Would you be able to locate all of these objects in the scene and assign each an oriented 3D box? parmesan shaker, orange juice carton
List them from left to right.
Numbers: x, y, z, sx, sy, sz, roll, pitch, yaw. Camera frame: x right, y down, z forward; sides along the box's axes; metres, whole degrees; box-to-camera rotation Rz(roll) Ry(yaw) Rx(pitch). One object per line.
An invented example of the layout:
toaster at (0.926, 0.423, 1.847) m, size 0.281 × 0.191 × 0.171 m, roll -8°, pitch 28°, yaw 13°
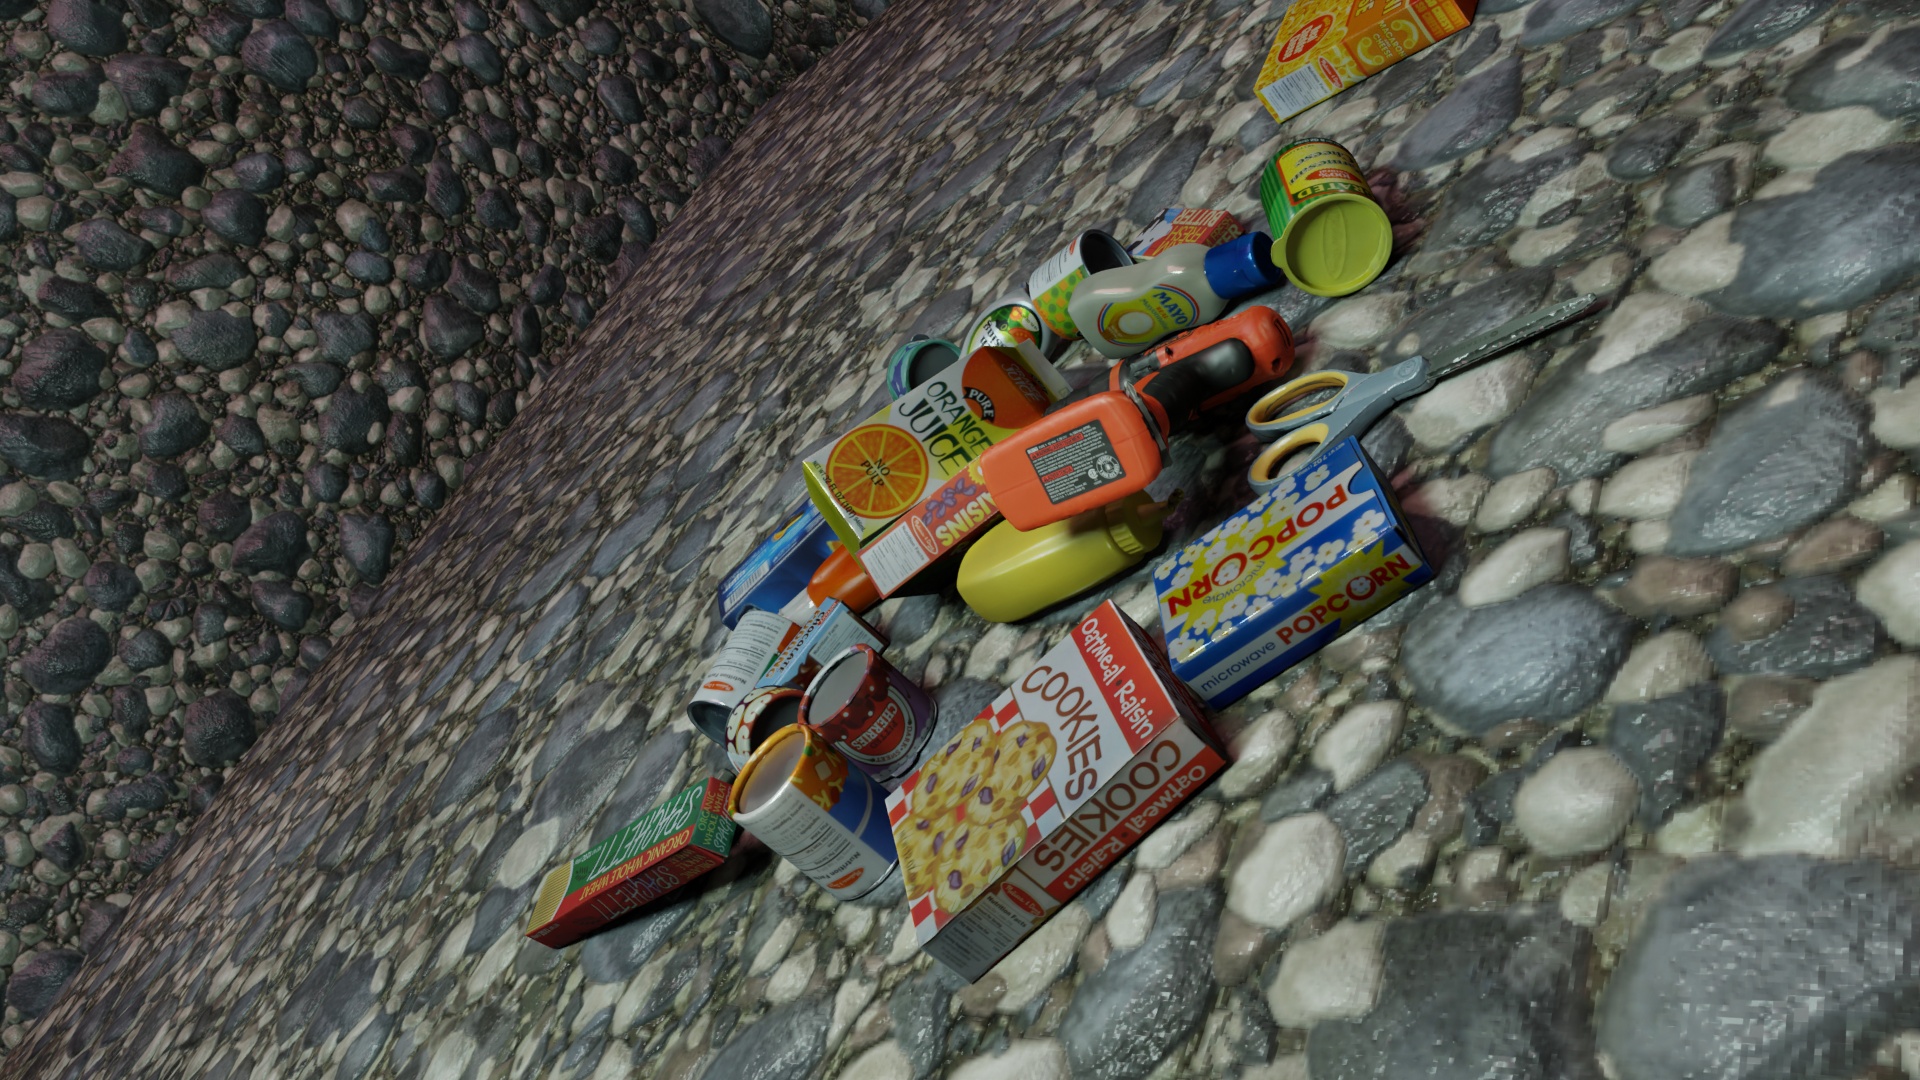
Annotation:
orange juice carton at (-0.008, -0.066, 0.962) m, size 0.193 × 0.072 × 0.072 m, roll -34°, pitch -17°, yaw -11°
parmesan shaker at (0.224, -0.205, 0.870) m, size 0.071 × 0.071 × 0.103 m, roll -35°, pitch 27°, yaw 24°

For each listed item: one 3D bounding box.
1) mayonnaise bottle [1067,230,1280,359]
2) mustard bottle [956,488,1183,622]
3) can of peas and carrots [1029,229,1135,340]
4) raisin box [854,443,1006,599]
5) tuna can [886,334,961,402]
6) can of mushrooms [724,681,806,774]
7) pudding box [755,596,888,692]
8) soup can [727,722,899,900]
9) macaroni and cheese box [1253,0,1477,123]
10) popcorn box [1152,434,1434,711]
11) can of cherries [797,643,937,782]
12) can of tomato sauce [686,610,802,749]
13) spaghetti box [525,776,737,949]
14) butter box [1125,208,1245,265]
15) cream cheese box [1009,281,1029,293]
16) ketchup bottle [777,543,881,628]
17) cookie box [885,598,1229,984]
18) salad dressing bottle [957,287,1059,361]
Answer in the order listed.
mayonnaise bottle at (0.147, -0.171, 0.955) m, size 0.147 × 0.064 × 0.041 m, roll -15°, pitch 42°, yaw 43°
mustard bottle at (0.069, 0.002, 0.824) m, size 0.159 × 0.048 × 0.066 m, roll -23°, pitch 28°, yaw 40°
can of peas and carrots at (0.097, -0.193, 1.061) m, size 0.058 × 0.071 × 0.071 m, roll -32°, pitch 28°, yaw 41°
raisin box at (0.003, -0.011, 0.912) m, size 0.123 × 0.040 × 0.086 m, roll -38°, pitch -15°, yaw 19°
tuna can at (-0.026, -0.140, 1.171) m, size 0.071 × 0.071 × 0.033 m, roll -54°, pitch 27°, yaw -17°
can of mushrooms at (-0.116, 0.126, 0.907) m, size 0.033 × 0.071 × 0.071 m, roll -1°, pitch 50°, yaw 57°
pudding box at (-0.096, 0.086, 0.958) m, size 0.084 × 0.049 × 0.030 m, roll -53°, pitch 23°, yaw -14°
soup can at (-0.079, 0.152, 0.789) m, size 0.071 × 0.083 × 0.072 m, roll -37°, pitch 25°, yaw 21°
macaroni and cheese box at (0.316, -0.404, 1.067) m, size 0.166 × 0.040 × 0.124 m, roll -18°, pitch 37°, yaw 46°
popcorn box at (0.157, 0.016, 0.676) m, size 0.126 × 0.038 × 0.085 m, roll -36°, pitch 25°, yaw 21°
can of cherries at (-0.057, 0.106, 0.853) m, size 0.071 × 0.058 × 0.072 m, roll -37°, pitch 25°, yaw 21°
can of tomato sauce at (-0.146, 0.103, 0.996) m, size 0.071 × 0.071 × 0.083 m, roll -19°, pitch 36°, yaw 46°
spaghetti box at (-0.223, 0.221, 0.935) m, size 0.249 × 0.028 × 0.050 m, roll -34°, pitch 33°, yaw 42°
butter box at (0.167, -0.224, 1.047) m, size 0.053 × 0.024 × 0.103 m, roll -48°, pitch 24°, yaw -3°
cream cheese box at (0.045, -0.178, 1.171) m, size 0.053 × 0.024 × 0.104 m, roll -39°, pitch 25°, yaw 17°
ketchup bottle at (-0.075, 0.024, 1.028) m, size 0.148 × 0.043 × 0.065 m, roll -41°, pitch 29°, yaw 12°
cookie box at (0.042, 0.121, 0.696) m, size 0.167 × 0.040 × 0.123 m, roll -43°, pitch 24°, yaw 9°
salad dressing bottle at (0.018, -0.133, 1.108) m, size 0.147 × 0.064 × 0.044 m, roll -47°, pitch -4°, yaw 18°
